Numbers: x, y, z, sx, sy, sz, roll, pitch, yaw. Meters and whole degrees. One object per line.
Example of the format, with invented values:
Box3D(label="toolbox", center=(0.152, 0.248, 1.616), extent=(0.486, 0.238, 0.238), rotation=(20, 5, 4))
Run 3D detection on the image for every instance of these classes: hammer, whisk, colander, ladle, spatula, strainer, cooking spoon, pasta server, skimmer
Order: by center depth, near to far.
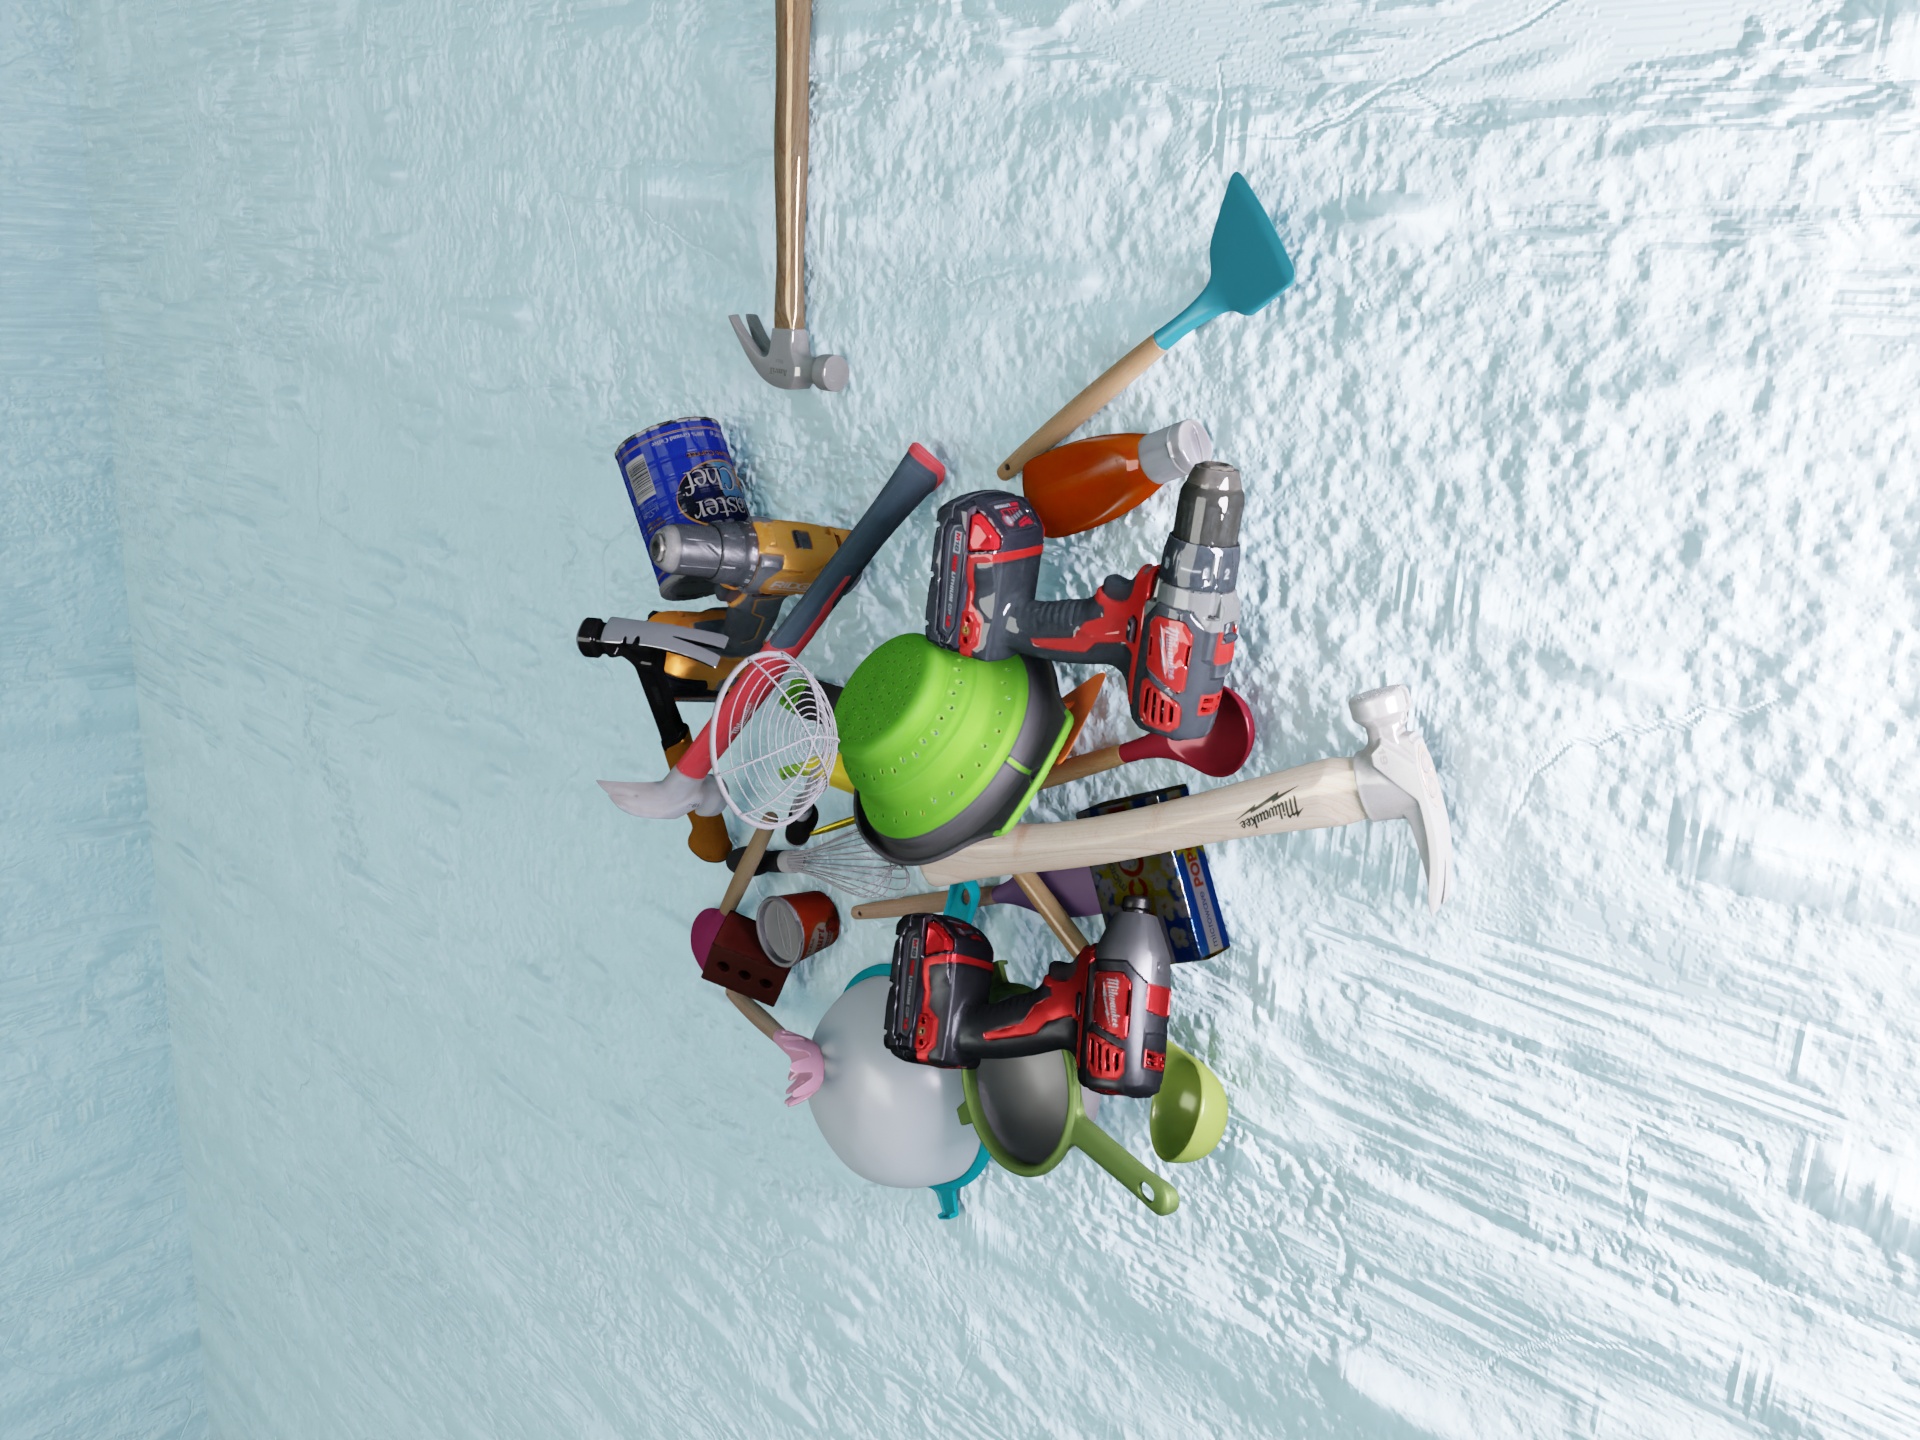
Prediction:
Box3D(label="spatula", center=(0.116, -0.253, 1.120), extent=(0.317, 0.044, 0.082), rotation=(-35, 77, 45))
Box3D(label="hammer", center=(0.139, 0.085, 1.121), extent=(0.411, 0.038, 0.146), rotation=(-14, 95, 37))
Box3D(label="ladle", center=(0.106, 0.032, 1.209), extent=(0.315, 0.031, 0.069), rotation=(-19, 83, 48))
Box3D(label="ladle", center=(0.096, 0.196, 1.224), extent=(0.320, 0.062, 0.078), rotation=(53, 135, 21))
Box3D(label="strainer", center=(0.098, 0.300, 1.230), extent=(0.257, 0.069, 0.151), rotation=(30, 114, 50))
Box3D(label="skimmer", center=(-0.150, 0.049, 1.259), extent=(0.363, 0.090, 0.127), rotation=(118, 164, -73))
Box3D(label="colander", center=(-0.075, -0.012, 1.283), extent=(0.397, 0.094, 0.204), rotation=(16, 73, 56))
Box3D(label="spatula", center=(-0.002, -0.004, 1.297), extent=(0.323, 0.041, 0.081), rotation=(6, 62, 48))
Box3D(label="hammer", center=(-0.148, -0.070, 1.309), extent=(0.038, 0.143, 0.386), rotation=(46, 107, 24))
Box3D(label="spatula", center=(0.012, 0.146, 1.337), extent=(0.316, 0.018, 0.060), rotation=(-15, 91, 45))
Box3D(label="hammer", center=(-0.145, -0.450, 1.350), extent=(0.130, 0.031, 0.331), rotation=(16, 110, 42))
Box3D(label="strainer", center=(-0.058, 0.277, 1.371), extent=(0.211, 0.095, 0.340), rotation=(39, 129, 33))
Box3D(label="hammer", center=(-0.248, 0.029, 1.456), extent=(0.127, 0.034, 0.336), rotation=(8, 143, 11))
Box3D(label="whisk", center=(-0.138, 0.129, 1.464), extent=(0.285, 0.070, 0.070), rotation=(-5, 96, 51))
Box3D(label="pasta server", center=(-0.181, 0.287, 1.474), extent=(0.316, 0.040, 0.060), rotation=(-170, 75, -68))
Box3D(label="cooking spoon", center=(-0.221, 0.172, 1.541), extent=(0.069, 0.017, 0.318), rotation=(55, 144, 18))

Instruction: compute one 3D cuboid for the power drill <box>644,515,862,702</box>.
Box3D(label="power drill", center=(-0.212, -0.100, 1.391), extent=(0.226, 0.185, 0.084), rotation=(-42, 56, 45))

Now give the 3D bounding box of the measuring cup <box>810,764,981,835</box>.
Box3D(label="measuring cup", center=(-0.057, 0.058, 1.317), extent=(0.156, 0.062, 0.029), rotation=(-21, 78, 9))

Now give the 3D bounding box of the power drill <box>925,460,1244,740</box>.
Box3D(label="power drill", center=(0.092, -0.103, 1.106), extent=(0.227, 0.080, 0.187), rotation=(20, 114, 32))

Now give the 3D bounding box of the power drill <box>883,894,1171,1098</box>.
Box3D(label="power drill", center=(0.055, 0.199, 1.185), extent=(0.220, 0.078, 0.143), rotation=(-3, 74, 35))
